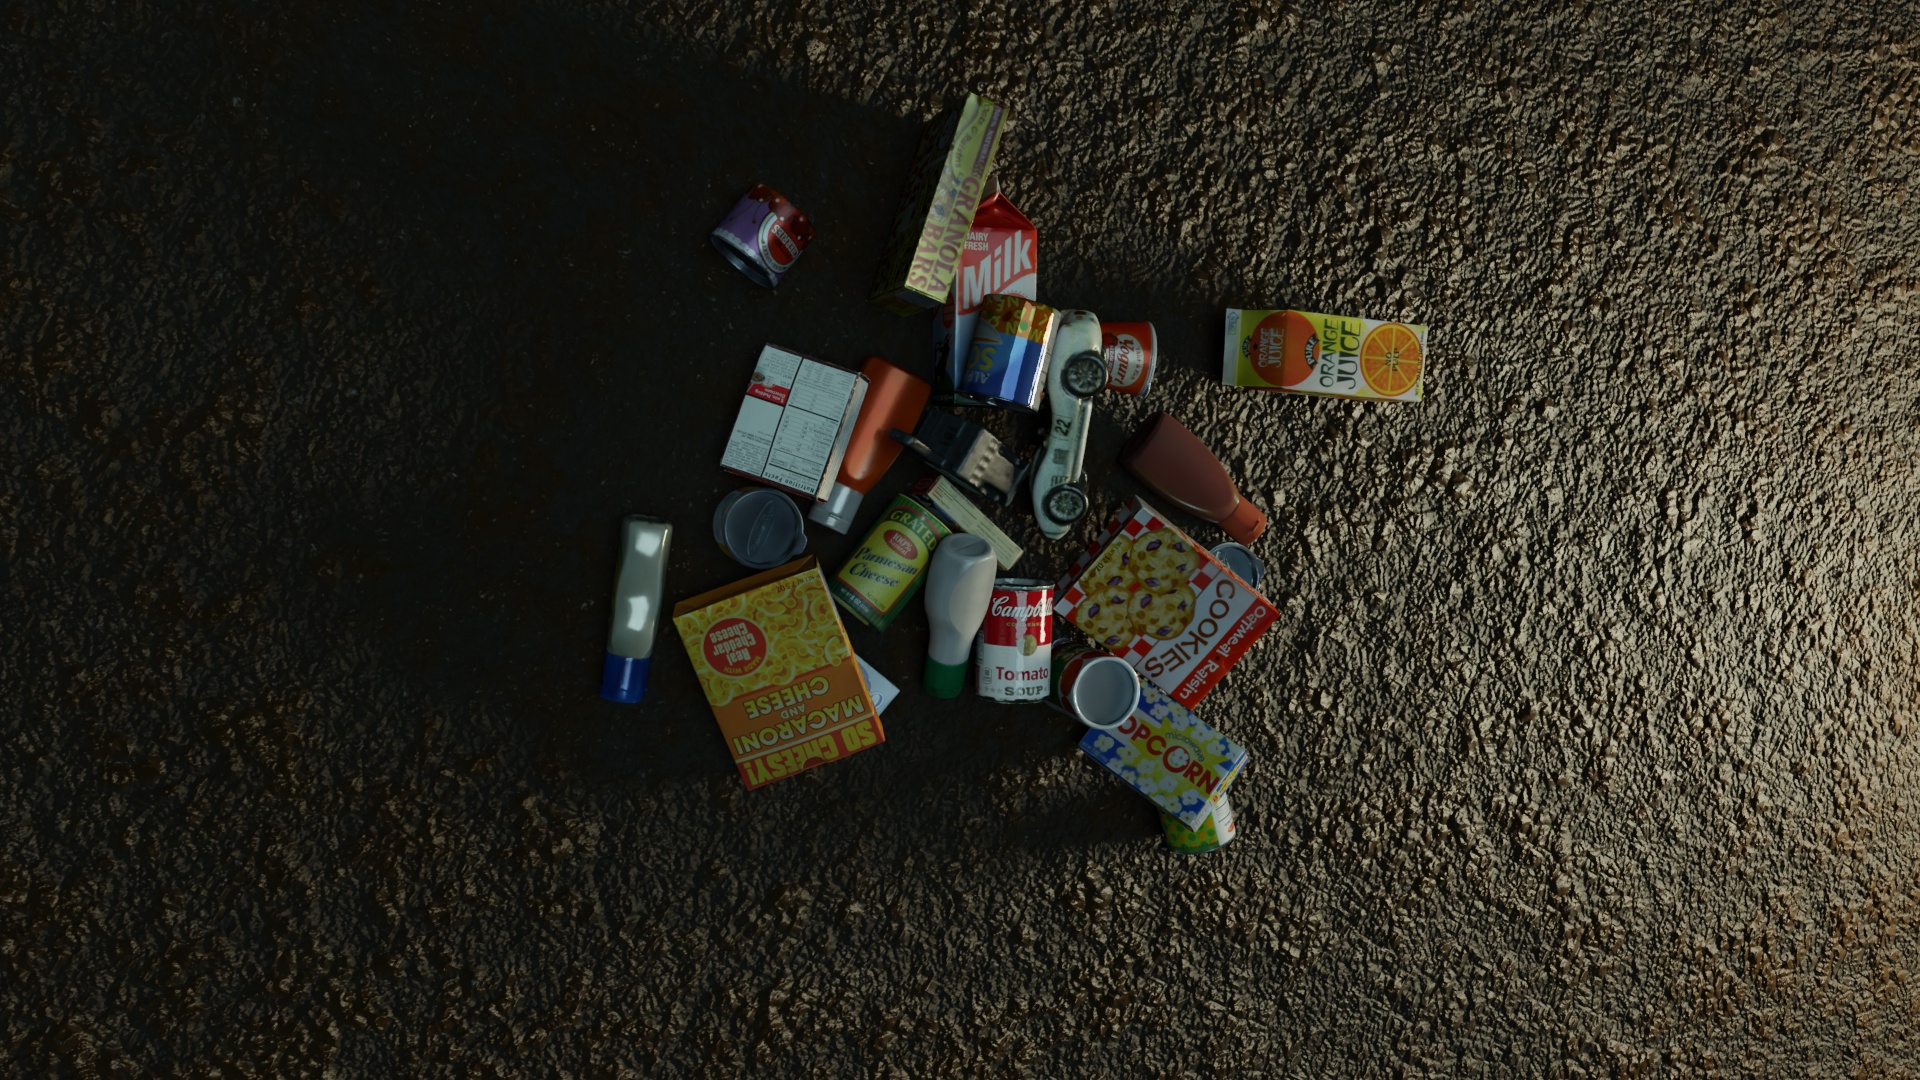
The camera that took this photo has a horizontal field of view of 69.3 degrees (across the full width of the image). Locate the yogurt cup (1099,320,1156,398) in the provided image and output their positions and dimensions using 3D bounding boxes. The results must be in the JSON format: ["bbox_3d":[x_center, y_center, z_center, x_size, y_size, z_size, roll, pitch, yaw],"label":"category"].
[{"bbox_3d":[0.139,-0.164,1.235,0.054,0.072,0.072,5,92,-10],"label":"yogurt cup"}]

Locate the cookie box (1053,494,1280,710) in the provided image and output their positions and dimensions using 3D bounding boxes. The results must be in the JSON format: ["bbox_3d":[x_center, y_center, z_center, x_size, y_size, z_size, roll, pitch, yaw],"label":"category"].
[{"bbox_3d":[0.183,0.058,1.251,0.167,0.040,0.122,37,103,-14],"label":"cookie box"}]

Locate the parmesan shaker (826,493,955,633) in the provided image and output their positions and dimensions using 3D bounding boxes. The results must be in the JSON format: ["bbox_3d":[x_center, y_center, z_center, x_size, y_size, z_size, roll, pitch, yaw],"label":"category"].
[{"bbox_3d":[-0.058,0.022,1.179,0.071,0.071,0.103,41,81,-16],"label":"parmesan shaker"}]

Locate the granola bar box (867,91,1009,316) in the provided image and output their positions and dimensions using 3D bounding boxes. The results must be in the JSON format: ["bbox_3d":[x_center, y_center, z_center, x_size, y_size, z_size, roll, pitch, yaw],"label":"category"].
[{"bbox_3d":[-0.022,-0.273,1.143,0.039,0.124,0.165,19,88,-18],"label":"granola bar box"}]

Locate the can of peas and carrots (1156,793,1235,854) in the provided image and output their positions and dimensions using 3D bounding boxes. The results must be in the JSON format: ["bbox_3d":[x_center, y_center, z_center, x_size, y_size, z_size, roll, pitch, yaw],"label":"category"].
[{"bbox_3d":[0.213,0.250,1.285,0.071,0.071,0.058,-17,98,-16],"label":"can of peas and carrots"}]

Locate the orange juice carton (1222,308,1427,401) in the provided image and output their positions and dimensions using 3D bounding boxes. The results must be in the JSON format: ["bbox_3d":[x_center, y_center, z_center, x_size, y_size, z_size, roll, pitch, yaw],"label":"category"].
[{"bbox_3d":[0.331,-0.172,1.292,0.193,0.073,0.071,3,93,-18],"label":"orange juice carton"}]

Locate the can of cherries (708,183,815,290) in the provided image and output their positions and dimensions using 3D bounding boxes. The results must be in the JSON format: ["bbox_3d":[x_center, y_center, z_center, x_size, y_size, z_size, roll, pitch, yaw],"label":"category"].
[{"bbox_3d":[-0.159,-0.246,1.128,0.071,0.071,0.058,40,81,-16],"label":"can of cherries"}]

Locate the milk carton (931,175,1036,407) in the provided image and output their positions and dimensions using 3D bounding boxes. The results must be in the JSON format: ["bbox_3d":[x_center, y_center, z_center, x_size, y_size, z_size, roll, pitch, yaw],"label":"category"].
[{"bbox_3d":[0.020,-0.210,1.188,0.073,0.072,0.190,0,93,-18],"label":"milk carton"}]

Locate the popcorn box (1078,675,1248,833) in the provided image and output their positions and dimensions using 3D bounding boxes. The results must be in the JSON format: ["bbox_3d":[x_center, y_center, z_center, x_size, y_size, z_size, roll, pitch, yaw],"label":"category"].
[{"bbox_3d":[0.181,0.190,1.248,0.127,0.038,0.085,34,80,24],"label":"popcorn box"}]

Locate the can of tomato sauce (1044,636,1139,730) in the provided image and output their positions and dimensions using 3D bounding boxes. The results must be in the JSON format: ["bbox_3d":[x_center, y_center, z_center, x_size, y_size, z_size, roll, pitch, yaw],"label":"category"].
[{"bbox_3d":[0.113,0.126,1.234,0.071,0.083,0.071,-1,95,-18],"label":"can of tomato sauce"}]

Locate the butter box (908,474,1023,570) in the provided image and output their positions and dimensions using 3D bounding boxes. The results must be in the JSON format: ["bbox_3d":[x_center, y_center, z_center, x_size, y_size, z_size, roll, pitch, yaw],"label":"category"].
[{"bbox_3d":[0.004,-0.015,1.205,0.103,0.053,0.024,43,79,-17],"label":"butter box"}]

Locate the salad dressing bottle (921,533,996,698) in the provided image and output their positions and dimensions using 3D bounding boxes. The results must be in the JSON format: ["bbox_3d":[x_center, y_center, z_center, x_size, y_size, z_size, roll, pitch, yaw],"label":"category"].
[{"bbox_3d":[-0.005,0.066,1.182,0.064,0.044,0.146,-21,132,-42],"label":"salad dressing bottle"}]

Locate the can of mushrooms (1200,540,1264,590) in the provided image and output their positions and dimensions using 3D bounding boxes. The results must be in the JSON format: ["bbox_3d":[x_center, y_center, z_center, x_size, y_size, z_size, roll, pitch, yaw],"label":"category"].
[{"bbox_3d":[0.246,0.033,1.298,0.071,0.033,0.071,-1,93,-18],"label":"can of mushrooms"}]

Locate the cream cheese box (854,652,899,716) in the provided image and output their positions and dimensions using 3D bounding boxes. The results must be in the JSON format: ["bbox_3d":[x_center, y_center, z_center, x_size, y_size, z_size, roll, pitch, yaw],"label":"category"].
[{"bbox_3d":[-0.108,0.116,1.192,0.103,0.024,0.053,41,82,-16],"label":"cream cheese box"}]

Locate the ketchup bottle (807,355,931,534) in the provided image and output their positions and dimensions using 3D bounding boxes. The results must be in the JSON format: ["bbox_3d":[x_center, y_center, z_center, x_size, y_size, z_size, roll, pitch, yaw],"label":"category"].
[{"bbox_3d":[-0.082,-0.079,1.178,0.065,0.043,0.149,26,85,-16],"label":"ketchup bottle"}]

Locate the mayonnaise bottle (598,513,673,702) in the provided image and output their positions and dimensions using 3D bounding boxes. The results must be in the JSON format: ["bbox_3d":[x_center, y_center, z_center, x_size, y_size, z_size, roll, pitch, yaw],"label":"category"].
[{"bbox_3d":[-0.262,0.055,1.119,0.041,0.065,0.148,9,94,-15],"label":"mayonnaise bottle"}]

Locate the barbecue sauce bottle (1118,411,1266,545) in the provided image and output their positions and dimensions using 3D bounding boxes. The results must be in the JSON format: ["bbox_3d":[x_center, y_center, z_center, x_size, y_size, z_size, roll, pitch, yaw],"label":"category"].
[{"bbox_3d":[0.218,-0.052,1.279,0.148,0.043,0.065,37,82,-17],"label":"barbecue sauce bottle"}]

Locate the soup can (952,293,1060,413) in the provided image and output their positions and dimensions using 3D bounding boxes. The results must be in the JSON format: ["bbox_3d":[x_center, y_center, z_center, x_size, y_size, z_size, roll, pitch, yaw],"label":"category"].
[{"bbox_3d":[0.038,-0.152,1.125,0.071,0.071,0.083,14,90,-19],"label":"soup can"}]

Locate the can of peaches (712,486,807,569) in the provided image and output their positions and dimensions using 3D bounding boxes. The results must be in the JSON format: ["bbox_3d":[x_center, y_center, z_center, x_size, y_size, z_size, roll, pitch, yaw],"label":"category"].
[{"bbox_3d":[-0.166,-0.010,1.147,0.071,0.058,0.071,-1,94,-19],"label":"can of peaches"}]

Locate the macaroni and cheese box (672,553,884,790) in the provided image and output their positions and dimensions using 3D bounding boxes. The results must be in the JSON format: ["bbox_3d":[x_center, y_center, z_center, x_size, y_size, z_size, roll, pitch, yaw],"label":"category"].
[{"bbox_3d":[-0.148,0.110,1.143,0.124,0.040,0.166,-20,108,-1],"label":"macaroni and cheese box"}]
